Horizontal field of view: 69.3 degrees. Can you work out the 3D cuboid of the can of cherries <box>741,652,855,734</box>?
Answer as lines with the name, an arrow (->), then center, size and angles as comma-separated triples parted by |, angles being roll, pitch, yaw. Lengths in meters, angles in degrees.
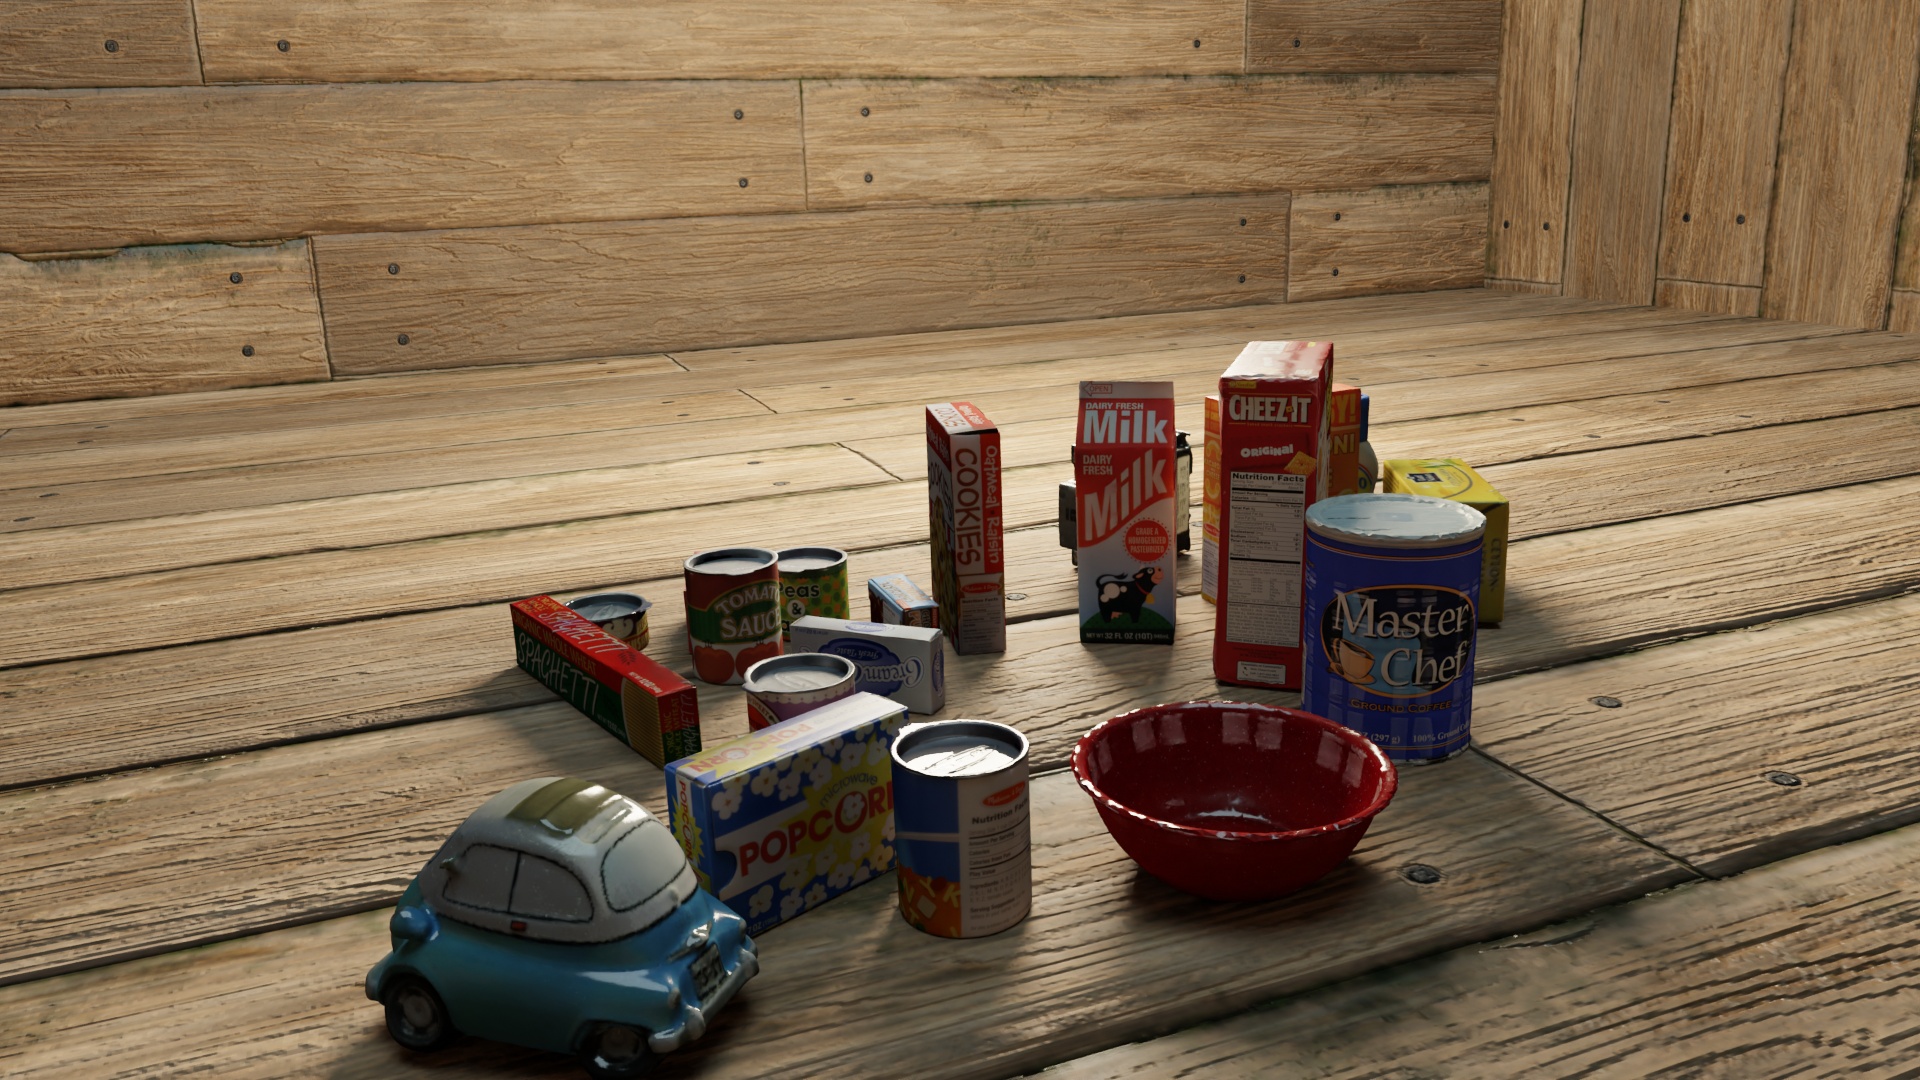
can of cherries -> -0.097, 0.106, 0.835 | 0.071, 0.058, 0.072 | -2, 15, 1

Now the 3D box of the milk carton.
milk carton -> 0.124, -0.024, 1.033 | 0.072, 0.190, 0.074 | 1, 15, 10

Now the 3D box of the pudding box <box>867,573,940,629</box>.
pudding box -> -0.042, 0.059, 1.013 | 0.030, 0.049, 0.084 | -7, 16, -19

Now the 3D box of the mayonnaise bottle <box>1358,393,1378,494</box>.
mayonnaise bottle -> 0.326, -0.050, 1.181 | 0.065, 0.147, 0.041 | -1, 15, 4

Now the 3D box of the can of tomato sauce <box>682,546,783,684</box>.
can of tomato sauce -> -0.159, 0.053, 0.986 | 0.071, 0.082, 0.071 | -2, 15, 1

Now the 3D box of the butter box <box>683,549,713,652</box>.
butter box -> -0.196, 0.046, 1.073 | 0.024, 0.053, 0.104 | -3, 16, -5

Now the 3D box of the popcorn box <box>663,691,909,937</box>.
popcorn box -> -0.080, 0.134, 0.683 | 0.127, 0.085, 0.038 | -16, 21, -42

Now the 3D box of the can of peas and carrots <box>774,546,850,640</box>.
can of peas and carrots -> -0.119, 0.041, 1.070 | 0.071, 0.058, 0.071 | -2, 15, 1

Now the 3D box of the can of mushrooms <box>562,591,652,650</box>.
can of mushrooms -> -0.267, 0.064, 1.051 | 0.071, 0.033, 0.071 | -2, 15, 1

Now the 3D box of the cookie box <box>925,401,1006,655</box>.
cookie box -> 0.004, -0.013, 1.049 | 0.040, 0.167, 0.123 | -4, 15, -9

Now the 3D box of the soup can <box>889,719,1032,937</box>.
soup can -> -0.001, 0.136, 0.668 | 0.071, 0.083, 0.071 | -2, 15, 1

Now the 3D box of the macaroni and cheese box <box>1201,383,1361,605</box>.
macaroni and cheese box -> 0.254, -0.037, 1.107 | 0.124, 0.166, 0.040 | -7, 16, -19

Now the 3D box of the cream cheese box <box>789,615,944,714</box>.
cream cheese box -> -0.062, 0.082, 0.925 | 0.104, 0.053, 0.024 | 4, 16, 21

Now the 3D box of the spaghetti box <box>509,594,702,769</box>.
spaghetti box -> -0.243, 0.089, 0.929 | 0.029, 0.050, 0.250 | -13, 19, -35
